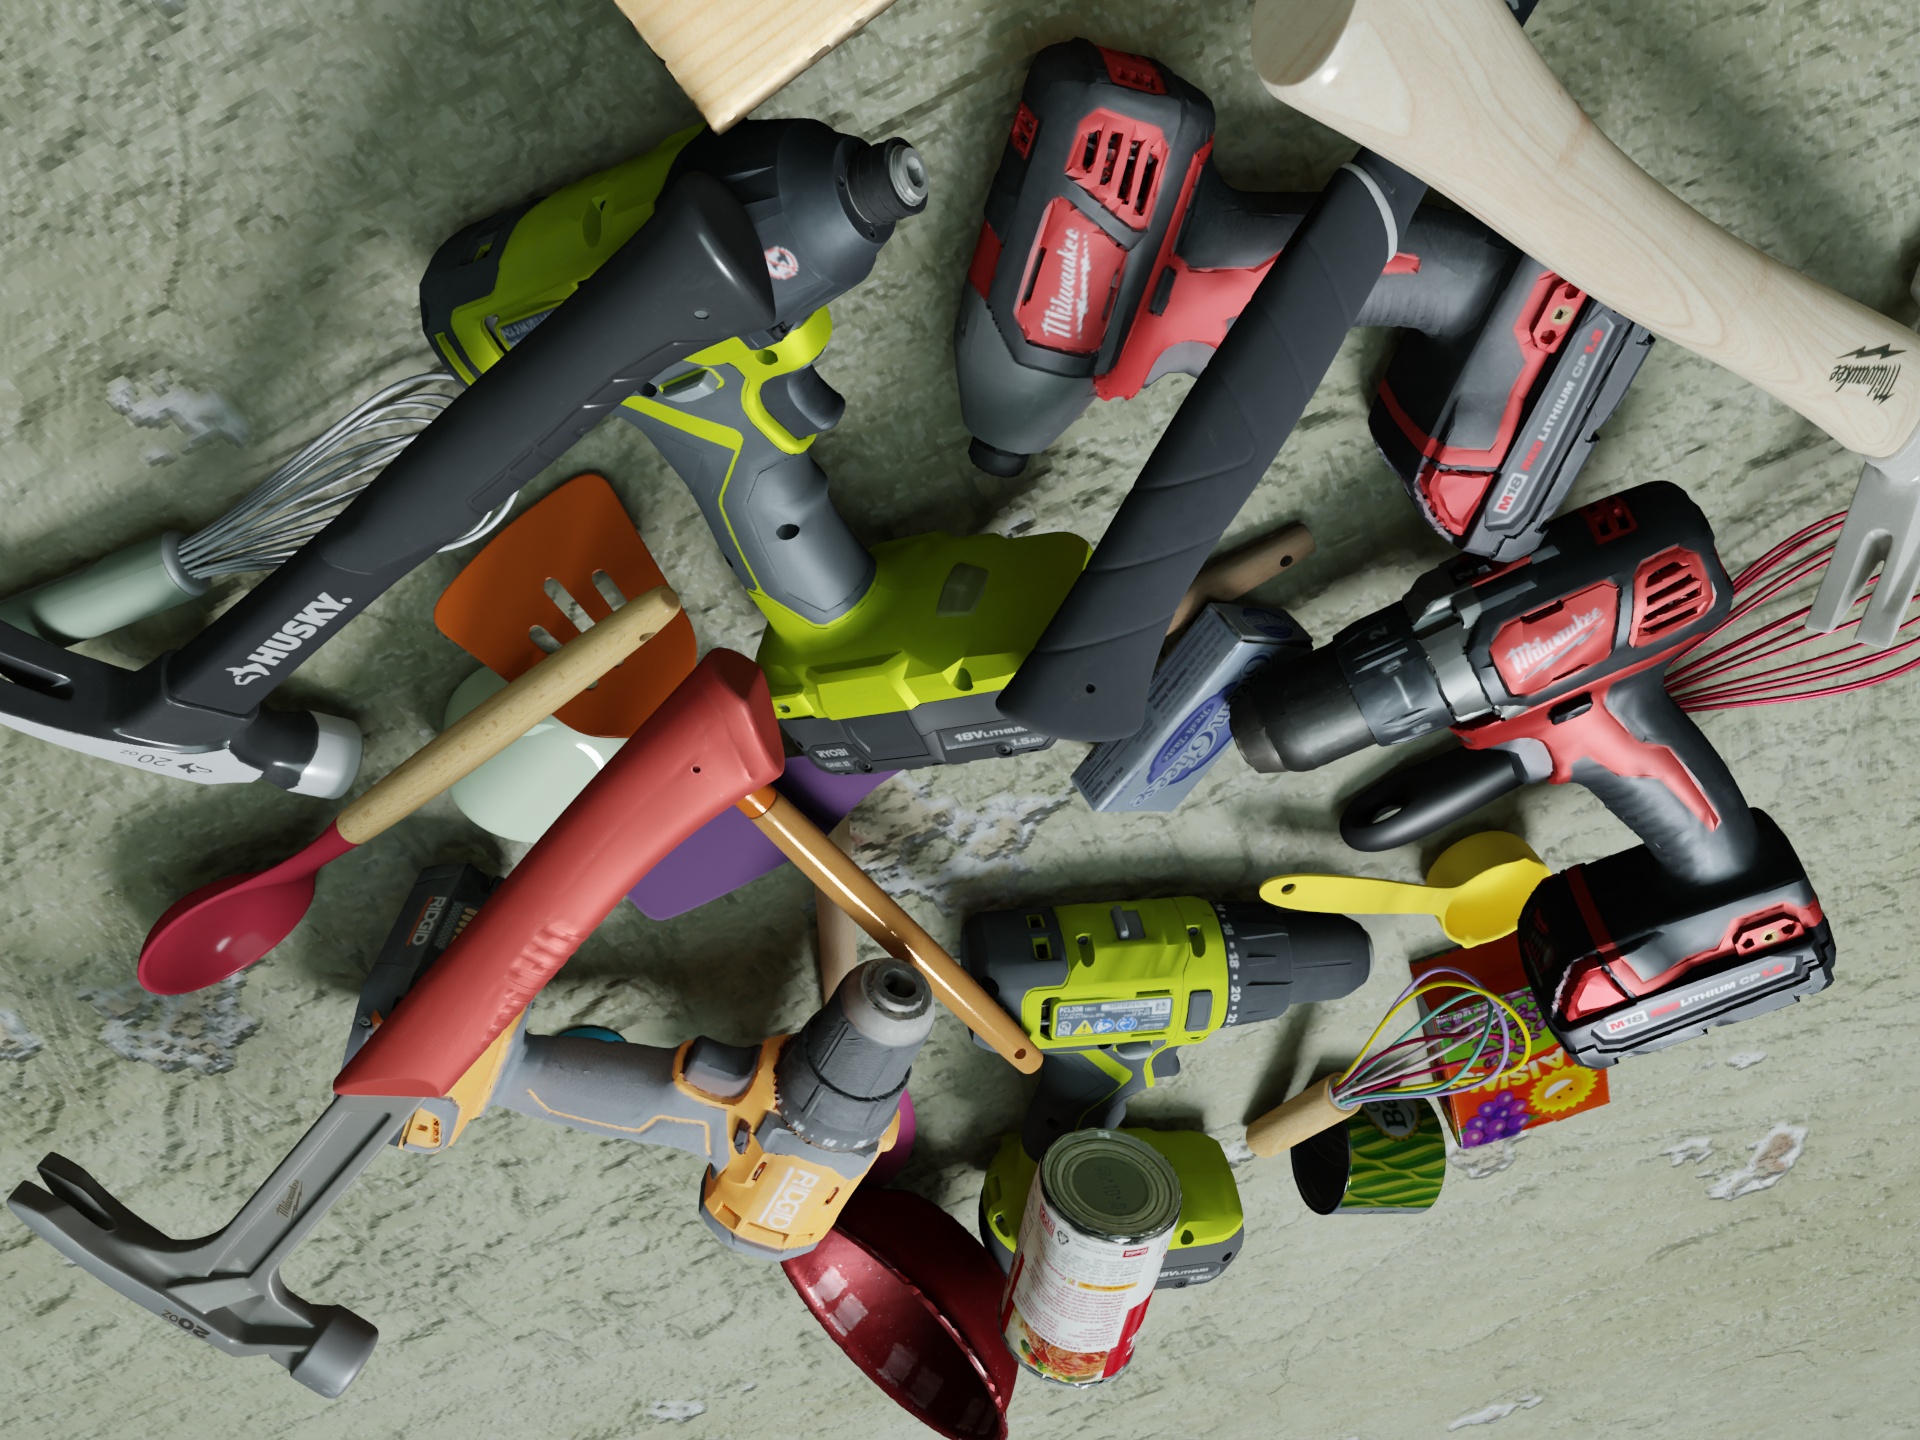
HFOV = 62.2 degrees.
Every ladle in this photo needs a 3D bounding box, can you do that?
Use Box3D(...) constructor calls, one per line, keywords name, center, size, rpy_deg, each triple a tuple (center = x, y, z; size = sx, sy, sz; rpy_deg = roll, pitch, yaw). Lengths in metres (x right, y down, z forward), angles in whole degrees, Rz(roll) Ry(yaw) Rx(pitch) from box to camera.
Box3D(name="ladle", center=(-0.213, 0.030, 0.596), size=(0.315, 0.031, 0.069), rpy_deg=(-31, 169, 29))

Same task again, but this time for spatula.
Box3D(name="spatula", center=(-0.065, 0.044, 0.633), size=(0.081, 0.041, 0.322), rpy_deg=(-42, 119, 0))
Box3D(name="spatula", center=(-0.001, -0.002, 0.644), size=(0.316, 0.018, 0.059), rpy_deg=(-27, 129, 5))

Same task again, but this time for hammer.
Box3D(name="hammer", center=(0.126, -0.169, 0.462), size=(0.149, 0.036, 0.409), rpy_deg=(28, 101, -16))
Box3D(name="hammer", center=(0.221, -0.120, 0.476), size=(0.410, 0.038, 0.146), rpy_deg=(8, 102, -42))
Box3D(name="hammer", center=(-0.179, -0.060, 0.485), size=(0.335, 0.035, 0.146), rpy_deg=(-28, 149, 34))
Box3D(name="hammer", center=(-0.196, 0.105, 0.582), size=(0.149, 0.037, 0.359), rpy_deg=(39, 108, -13))

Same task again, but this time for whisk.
Box3D(name="whisk", center=(0.198, 0.178, 0.770), size=(0.047, 0.051, 0.244), rpy_deg=(17, 149, -8))
Box3D(name="whisk", center=(-0.263, -0.059, 0.554), size=(0.246, 0.058, 0.059), rpy_deg=(-19, 94, 8))
Box3D(name="whisk", center=(0.298, -0.013, 0.683), size=(0.296, 0.073, 0.073), rpy_deg=(-28, 128, 18))

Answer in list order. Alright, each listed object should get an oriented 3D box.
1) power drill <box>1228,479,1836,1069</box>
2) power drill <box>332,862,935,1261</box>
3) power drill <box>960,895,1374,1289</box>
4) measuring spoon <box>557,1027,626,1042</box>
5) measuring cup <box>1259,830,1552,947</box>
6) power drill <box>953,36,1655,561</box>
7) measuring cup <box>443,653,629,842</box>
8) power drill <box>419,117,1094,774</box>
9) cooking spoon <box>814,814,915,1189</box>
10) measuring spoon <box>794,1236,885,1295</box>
Box3D(name="power drill", center=(0.232, 0.032, 0.639), size=(0.188, 0.080, 0.226), rpy_deg=(-25, 116, 17))
Box3D(name="power drill", center=(-0.131, 0.137, 0.668), size=(0.226, 0.084, 0.185), rpy_deg=(21, 130, -10))
Box3D(name="power drill", center=(0.095, 0.180, 0.785), size=(0.190, 0.080, 0.228), rpy_deg=(-3, 125, -7))
Box3D(name="measuring spoon", center=(-0.143, 0.185, 0.776), size=(0.128, 0.021, 0.042), rpy_deg=(26, 119, -26))
Box3D(name="measuring cup", center=(0.204, 0.074, 0.743), size=(0.156, 0.029, 0.062), rpy_deg=(5, 127, -20))
Box3D(name="power drill", center=(0.108, -0.132, 0.544), size=(0.219, 0.079, 0.143), rpy_deg=(10, 124, -14))
Box3D(name="measuring cup", center=(-0.122, 0.007, 0.630), size=(0.167, 0.038, 0.083), rpy_deg=(-9, 129, -1))
Box3D(name="power drill", center=(-0.045, -0.083, 0.520), size=(0.171, 0.080, 0.223), rpy_deg=(-7, 136, 32))
Box3D(name="cooking spoon", center=(-0.057, 0.124, 0.747), size=(0.068, 0.017, 0.318), rpy_deg=(-1, 127, -2))
Box3D(name="measuring spoon", center=(-0.076, 0.292, 0.882), size=(0.124, 0.018, 0.034), rpy_deg=(40, 101, -26))
